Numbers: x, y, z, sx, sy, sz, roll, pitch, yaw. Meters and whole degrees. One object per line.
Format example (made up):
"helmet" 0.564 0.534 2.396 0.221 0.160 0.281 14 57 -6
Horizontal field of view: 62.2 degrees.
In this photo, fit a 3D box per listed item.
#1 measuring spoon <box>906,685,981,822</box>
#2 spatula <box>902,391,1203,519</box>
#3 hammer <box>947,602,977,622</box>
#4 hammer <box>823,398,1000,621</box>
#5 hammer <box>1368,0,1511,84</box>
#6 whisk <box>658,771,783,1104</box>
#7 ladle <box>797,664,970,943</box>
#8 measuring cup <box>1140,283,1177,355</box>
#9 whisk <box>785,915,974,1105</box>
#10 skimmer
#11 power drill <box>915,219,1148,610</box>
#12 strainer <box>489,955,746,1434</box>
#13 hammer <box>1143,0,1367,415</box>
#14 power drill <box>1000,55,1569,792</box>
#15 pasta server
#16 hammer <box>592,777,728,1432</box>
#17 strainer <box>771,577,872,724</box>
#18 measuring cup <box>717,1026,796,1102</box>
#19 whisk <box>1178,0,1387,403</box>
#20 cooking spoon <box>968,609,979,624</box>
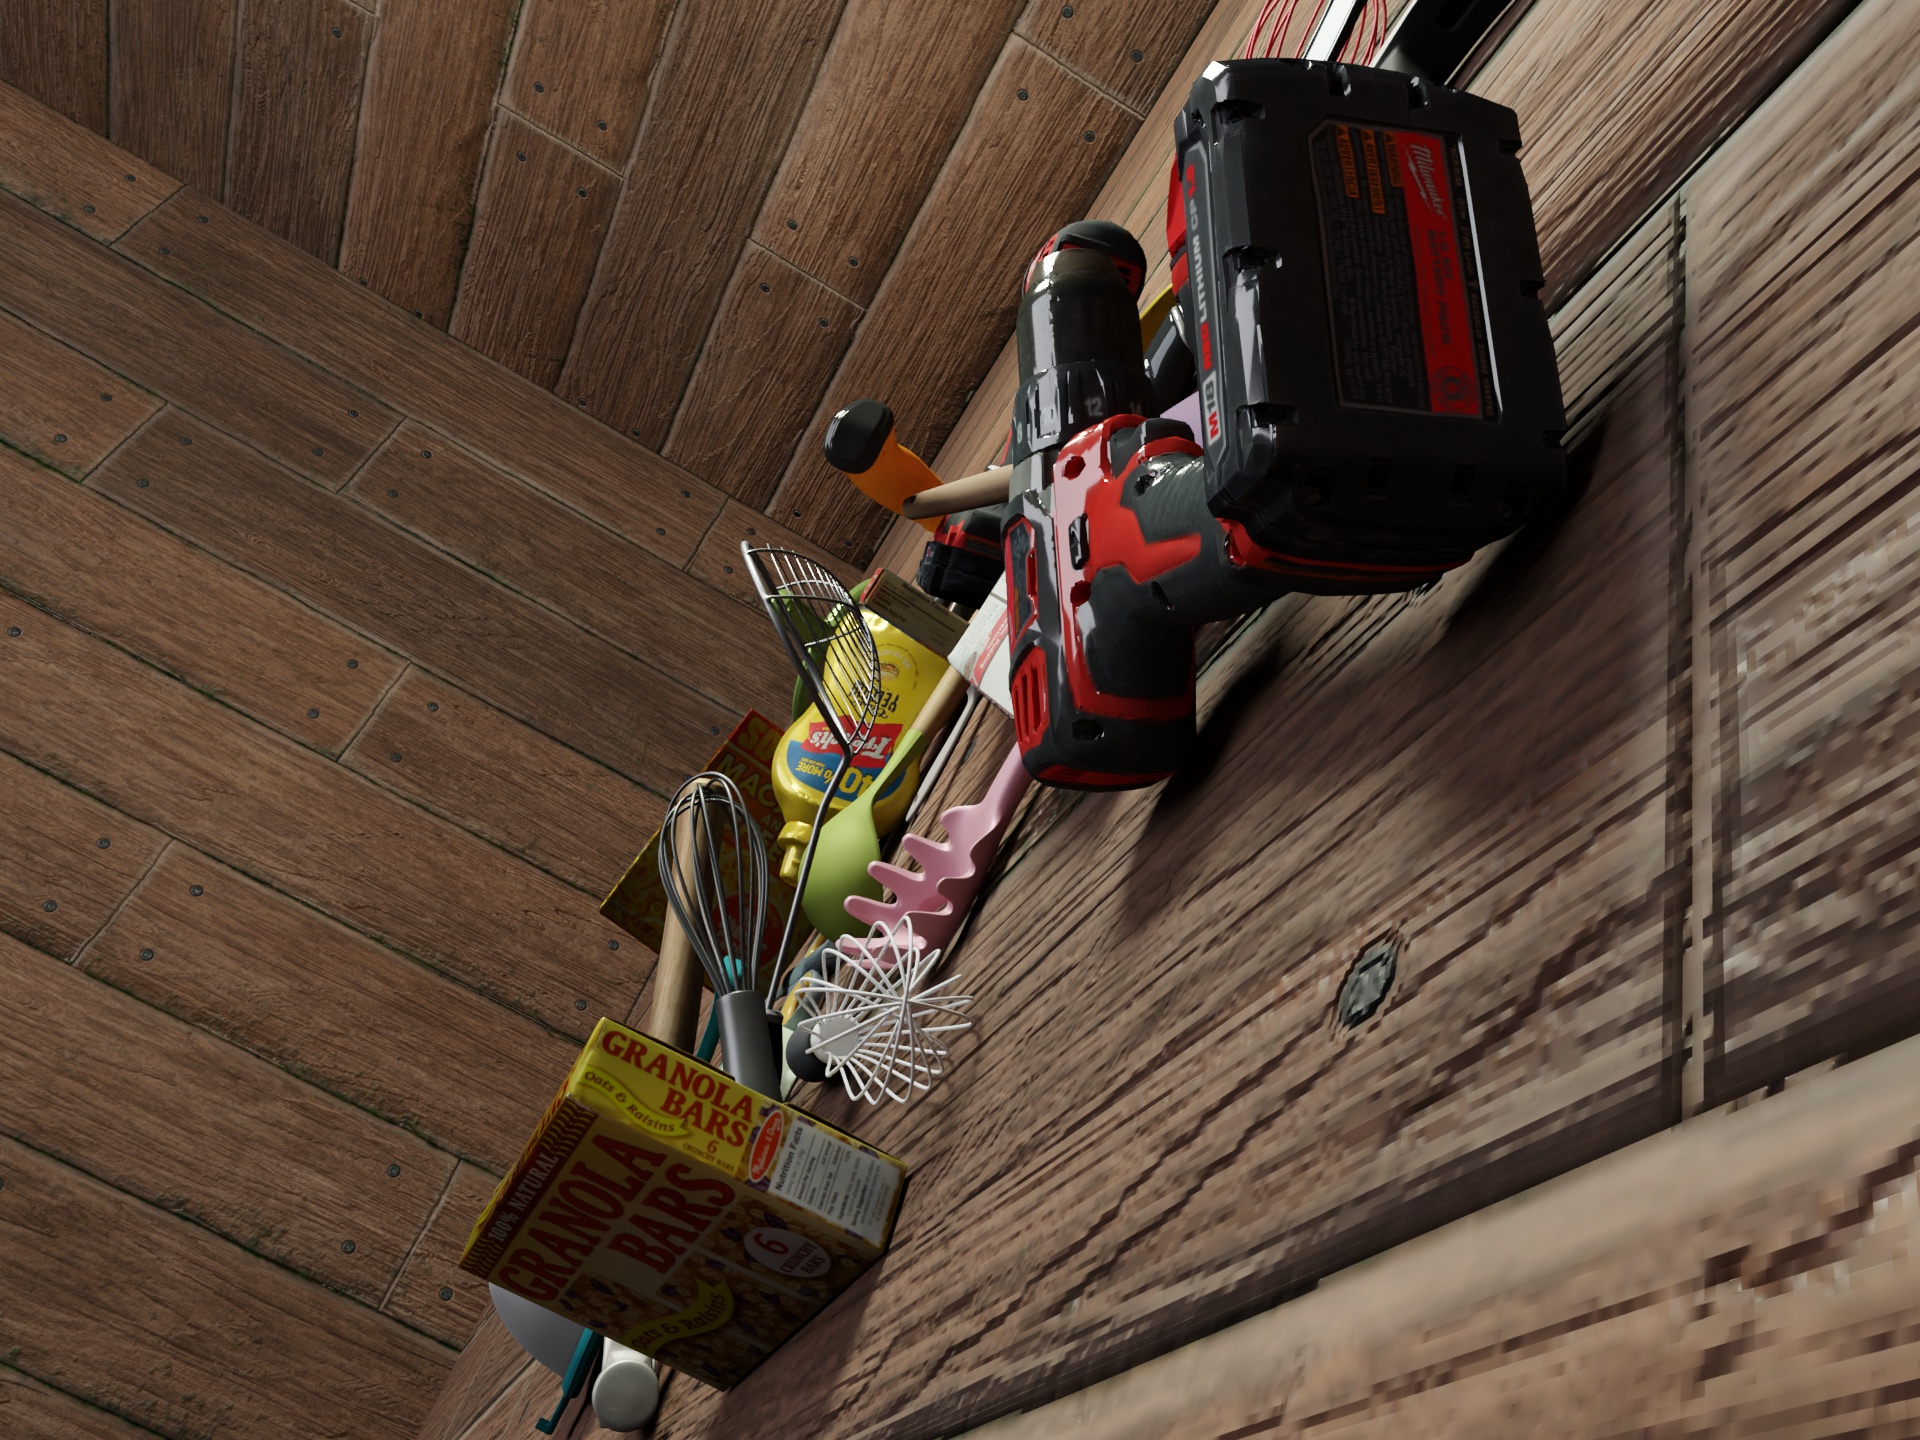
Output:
"measuring spoon" -0.010 0.007 1.010 0.124 0.018 0.034 -63 8 -9
"spatula" 0.055 -0.122 0.749 0.316 0.018 0.060 -3 56 59
"hammer" -0.003 -0.077 1.211 0.411 0.038 0.146 -63 9 -10
"hammer" -0.025 -0.129 0.990 0.127 0.034 0.336 -65 -13 2
"hammer" 0.159 -0.186 0.567 0.146 0.035 0.335 -56 9 37
"whisk" -0.104 0.131 0.729 0.055 0.055 0.239 -52 43 48
"ladle" -0.002 -0.003 0.959 0.320 0.062 0.078 -57 2 -27
"measuring cup" 0.102 -0.212 0.963 0.156 0.062 0.029 -44 40 52
"whisk" -0.049 0.135 0.692 0.070 0.070 0.284 -63 4 -19
"skimmer" -0.114 0.088 0.837 0.127 0.090 0.363 74 -151 -82
"power drill" 0.044 -0.170 0.915 0.143 0.078 0.219 -119 46 -81
"strainer" -0.224 0.267 1.004 0.211 0.095 0.340 -73 5 -62
"hammer" 0.120 -0.218 0.801 0.409 0.036 0.149 -63 34 11
"power drill" 0.066 -0.092 0.460 0.226 0.080 0.188 135 135 -68
"pasta server" 0.044 -0.021 0.701 0.316 0.040 0.060 -59 24 6
"hammer" -0.155 0.192 0.837 0.130 0.031 0.331 120 156 -66
"strainer" -0.079 -0.047 1.245 0.151 0.069 0.256 -61 -18 -5
"measuring cup" -0.140 0.245 0.906 0.083 0.038 0.168 -50 11 53
"whisk" 0.158 -0.287 0.878 0.073 0.073 0.296 -116 49 -81
"cooking spoon" -0.037 0.014 1.126 0.319 0.017 0.069 -57 29 6
